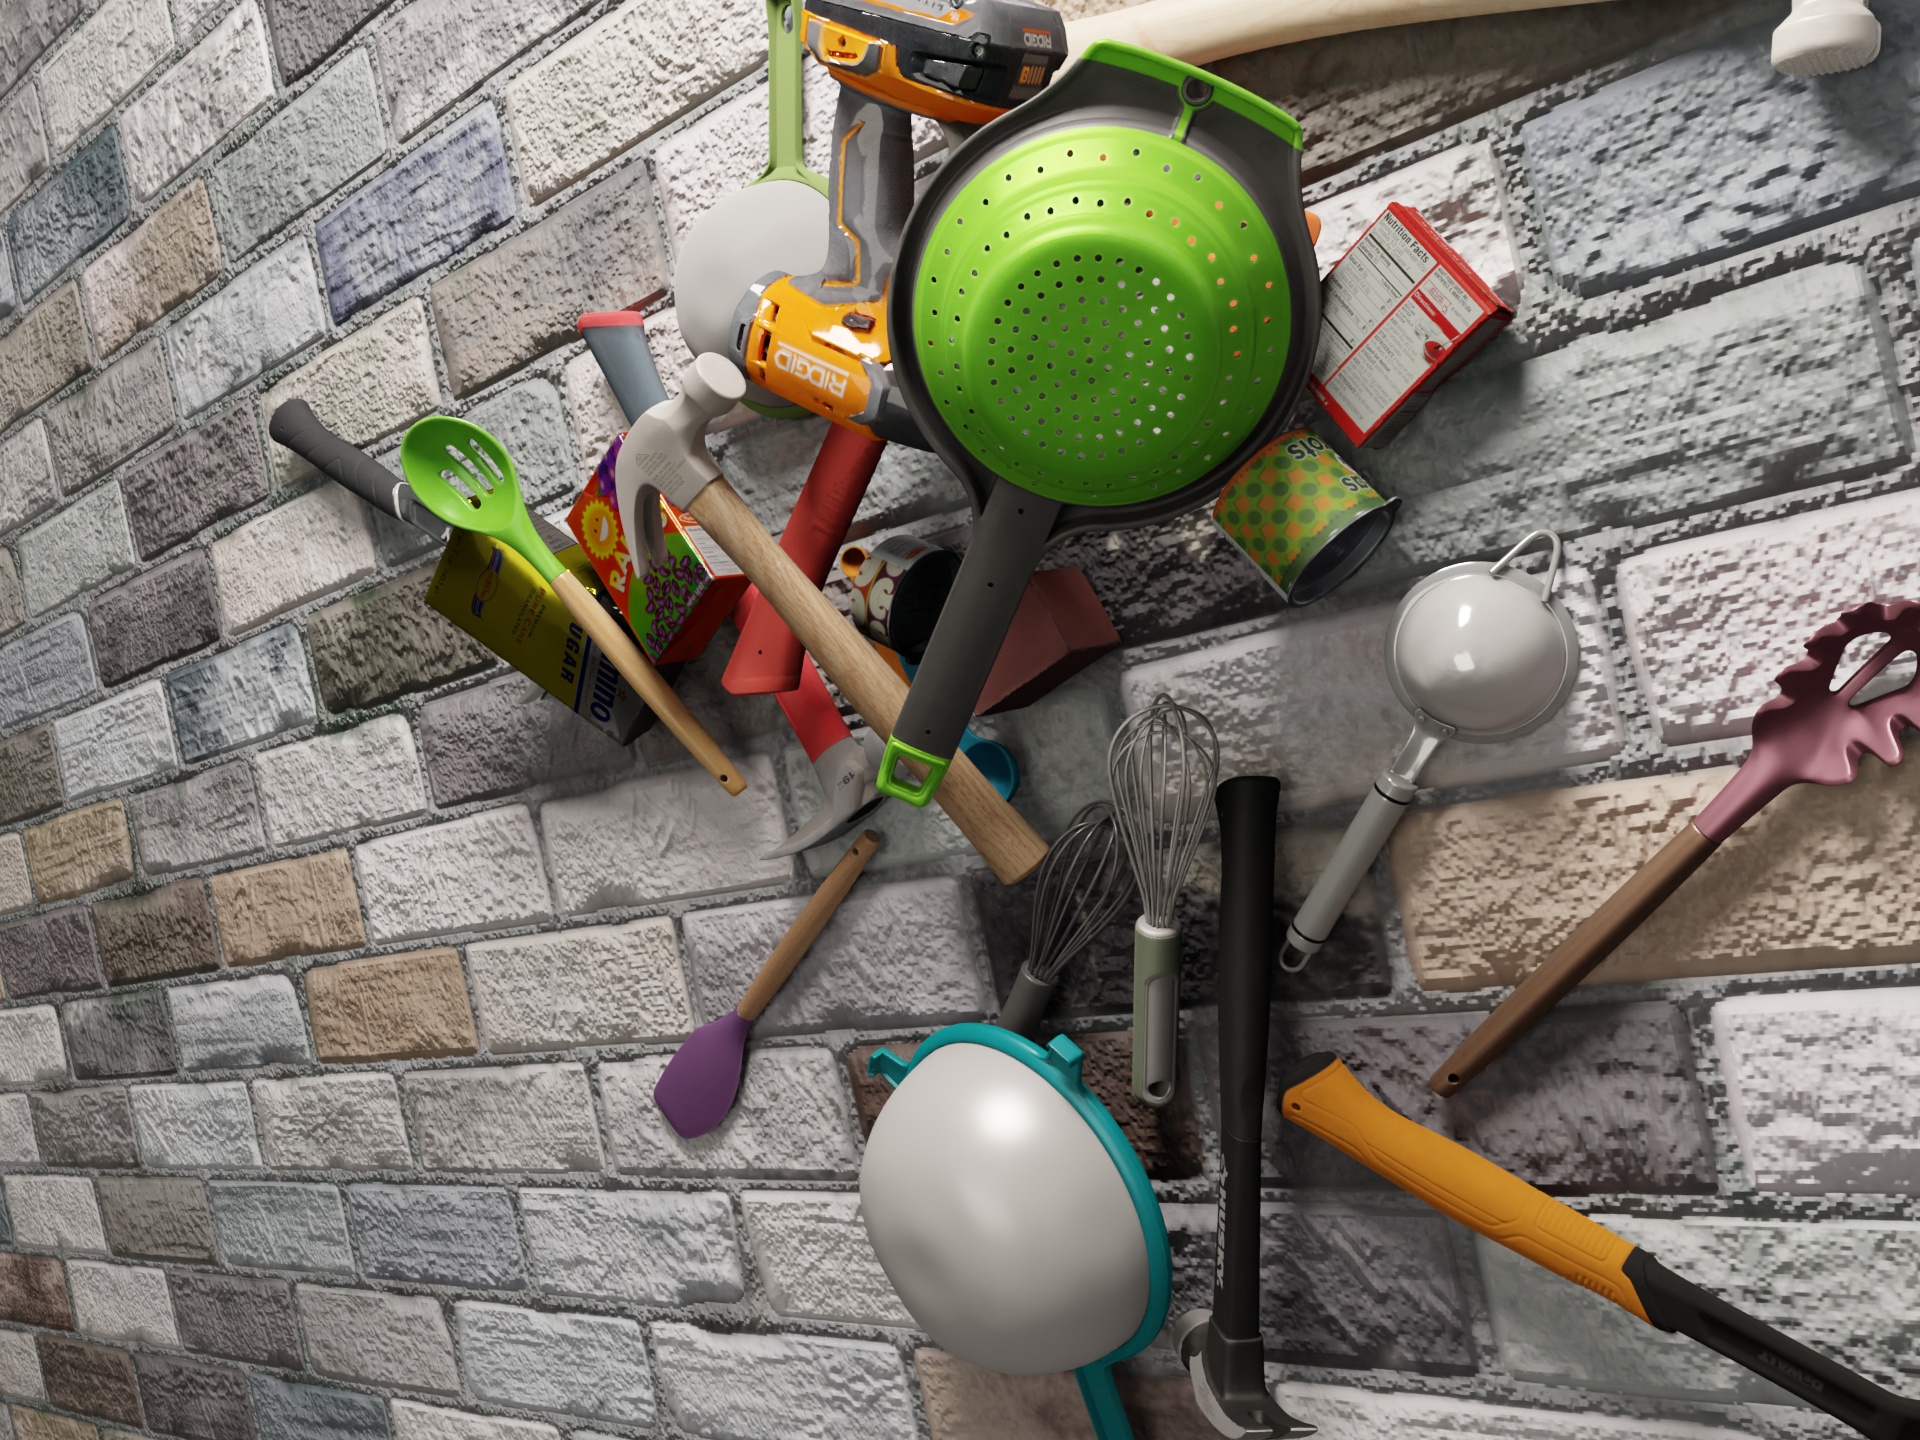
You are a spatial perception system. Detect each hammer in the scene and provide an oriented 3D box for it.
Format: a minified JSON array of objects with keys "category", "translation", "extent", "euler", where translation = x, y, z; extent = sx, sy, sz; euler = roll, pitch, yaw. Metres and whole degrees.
[{"category":"hammer","translation":[-0.070,-0.039,0.891],"extent":[0.331,0.031,0.130],"euler":[50,127,-4]},{"category":"hammer","translation":[-0.417,-0.156,1.227],"extent":[0.409,0.036,0.149],"euler":[31,116,31]},{"category":"hammer","translation":[0.190,-0.342,0.723],"extent":[0.411,0.038,0.146],"euler":[6,99,37]},{"category":"hammer","translation":[-0.062,-0.175,0.910],"extent":[0.149,0.036,0.359],"euler":[33,110,19]},{"category":"hammer","translation":[0.145,0.195,0.809],"extent":[0.035,0.146,0.335],"euler":[1,92,-7]},{"category":"hammer","translation":[-0.161,-0.099,1.034],"extent":[0.143,0.038,0.386],"euler":[-40,73,37]},{"category":"hammer","translation":[0.293,0.254,0.731],"extent":[0.337,0.034,0.127],"euler":[26,125,35]}]

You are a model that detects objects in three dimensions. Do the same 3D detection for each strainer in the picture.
[{"category":"strainer","translation":[-0.123,-0.310,0.949],"extent":[0.151,0.069,0.256],"euler":[11,105,36]},{"category":"strainer","translation":[0.214,0.026,0.763],"extent":[0.087,0.050,0.258],"euler":[31,119,14]},{"category":"strainer","translation":[0.032,0.345,0.896],"extent":[0.211,0.095,0.340],"euler":[-19,92,51]}]

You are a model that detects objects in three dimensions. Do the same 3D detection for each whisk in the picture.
[{"category":"whisk","translation":[0.048,0.147,0.909],"extent":[0.055,0.055,0.238],"euler":[37,122,28]},{"category":"whisk","translation":[0.105,0.101,0.835],"extent":[0.059,0.058,0.246],"euler":[-115,22,-64]}]

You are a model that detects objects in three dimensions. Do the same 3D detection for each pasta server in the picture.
[{"category":"pasta server","translation":[0.307,0.070,0.696],"extent":[0.060,0.040,0.316],"euler":[41,121,12]}]

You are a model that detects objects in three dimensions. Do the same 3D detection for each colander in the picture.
[{"category":"colander","translation":[0.032,-0.106,0.753],"extent":[0.204,0.094,0.397],"euler":[22,117,-2]}]

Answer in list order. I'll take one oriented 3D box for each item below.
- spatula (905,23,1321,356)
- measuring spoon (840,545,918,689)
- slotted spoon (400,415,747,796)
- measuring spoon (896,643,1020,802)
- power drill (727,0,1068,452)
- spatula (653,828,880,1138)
[{"category":"spatula","translation":[0.042,-0.302,0.805],"extent":[0.323,0.041,0.081],"euler":[41,118,14]},{"category":"measuring spoon","translation":[-0.043,-0.053,0.969],"extent":[0.021,0.011,0.117],"euler":[-27,83,27]},{"category":"slotted spoon","translation":[-0.246,-0.072,1.036],"extent":[0.070,0.031,0.314],"euler":[-40,93,21]},{"category":"measuring spoon","translation":[-0.001,-0.003,0.939],"extent":[0.042,0.021,0.129],"euler":[-45,65,31]},{"category":"power drill","translation":[-0.024,-0.251,0.803],"extent":[0.164,0.084,0.226],"euler":[30,120,22]},{"category":"spatula","translation":[-0.131,0.182,1.068],"extent":[0.060,0.018,0.315],"euler":[48,124,21]}]
